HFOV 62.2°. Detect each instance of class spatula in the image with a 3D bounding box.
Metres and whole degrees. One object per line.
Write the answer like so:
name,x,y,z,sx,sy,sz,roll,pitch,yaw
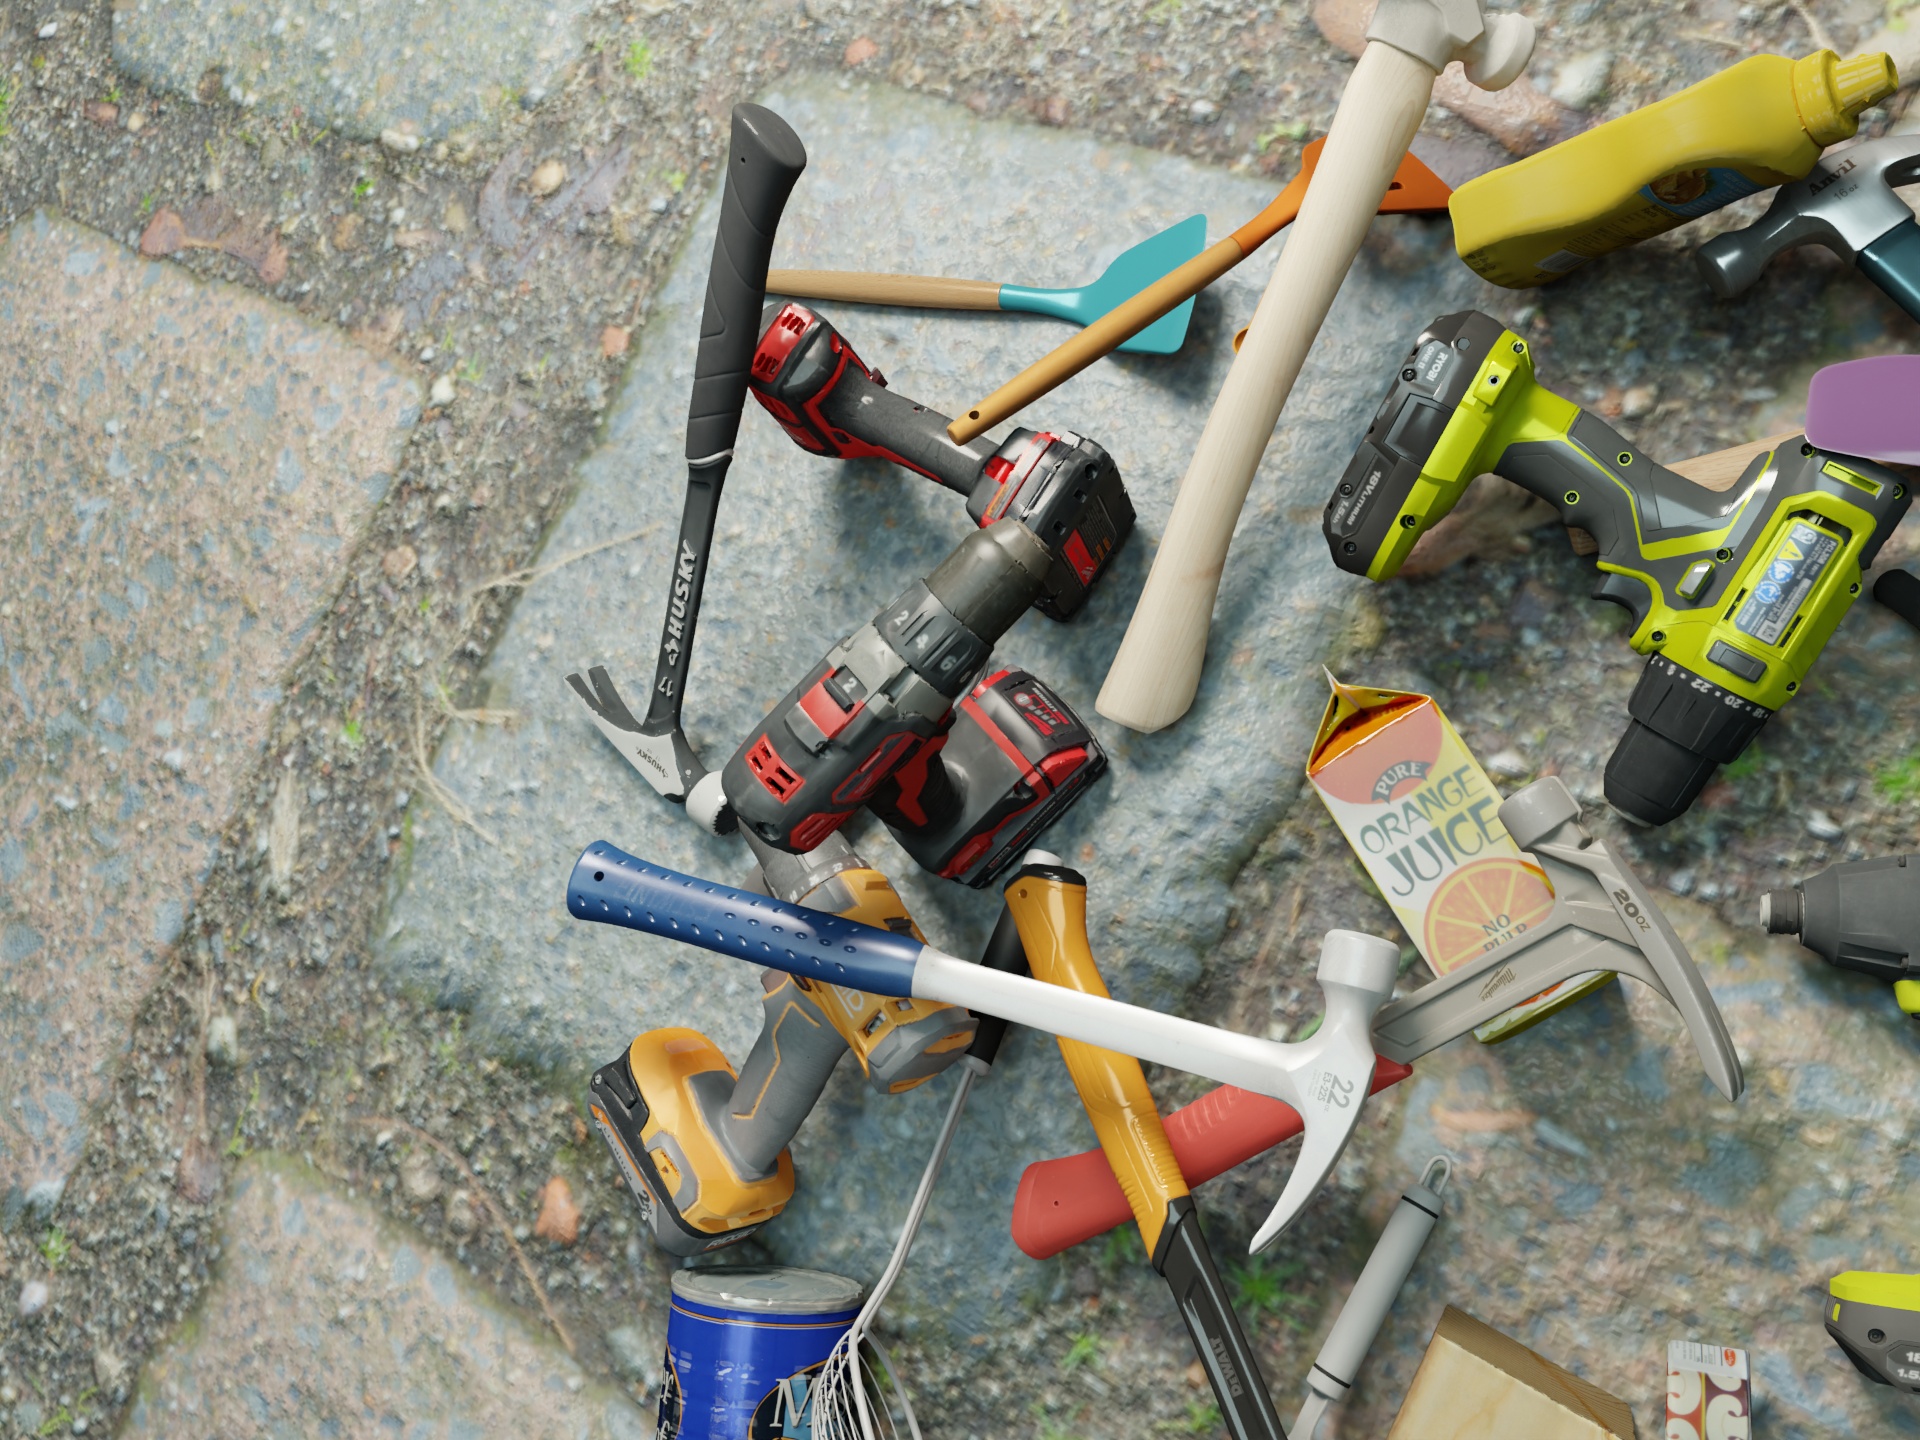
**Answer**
spatula,-0.001,-0.265,0.966,0.317,0.044,0.082,10,86,25
spatula,0.522,-0.112,0.655,0.316,0.018,0.060,13,67,18
spatula,0.126,-0.231,0.846,0.322,0.041,0.081,-35,68,-10

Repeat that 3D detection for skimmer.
skimmer,0.013,0.244,0.815,0.090,0.127,0.363,16,70,15

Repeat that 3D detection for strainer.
strainer,0.169,0.321,0.756,0.258,0.050,0.087,-59,21,-9

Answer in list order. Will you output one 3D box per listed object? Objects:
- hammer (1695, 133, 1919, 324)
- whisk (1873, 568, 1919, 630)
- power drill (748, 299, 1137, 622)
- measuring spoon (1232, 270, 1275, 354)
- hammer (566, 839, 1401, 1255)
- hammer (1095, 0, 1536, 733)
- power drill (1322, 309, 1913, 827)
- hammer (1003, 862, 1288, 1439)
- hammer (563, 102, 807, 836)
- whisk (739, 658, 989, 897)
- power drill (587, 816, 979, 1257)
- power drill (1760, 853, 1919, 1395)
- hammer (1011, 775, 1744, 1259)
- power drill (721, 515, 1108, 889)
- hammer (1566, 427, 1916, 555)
hammer,0.486,-0.132,0.704,0.128,0.033,0.331,-36,67,13
whisk,0.525,0.024,0.677,0.073,0.073,0.296,-49,60,6
power drill,-0.016,-0.149,0.900,0.220,0.143,0.078,32,87,19
measuring spoon,0.190,-0.254,0.905,0.021,0.011,0.117,30,87,25
hammer,-0.011,0.127,0.753,0.405,0.035,0.144,12,77,21
hammer,0.153,-0.190,0.824,0.410,0.146,0.038,-68,24,10
power drill,0.295,-0.075,0.760,0.228,0.080,0.190,31,107,14
hammer,0.086,0.223,0.752,0.127,0.034,0.337,-37,59,28
hammer,-0.145,-0.132,0.886,0.149,0.036,0.408,34,126,27
whisk,-0.062,0.032,0.926,0.055,0.055,0.239,43,101,25
power drill,-0.110,0.159,0.866,0.226,0.084,0.185,-48,62,24
power drill,0.434,0.168,0.672,0.171,0.080,0.223,1,75,22
hammer,0.166,0.180,0.745,0.359,0.036,0.149,-38,67,28
power drill,-0.001,-0.003,0.805,0.188,0.226,0.080,-46,66,8
hammer,0.459,-0.136,0.753,0.331,0.031,0.130,-15,72,19
